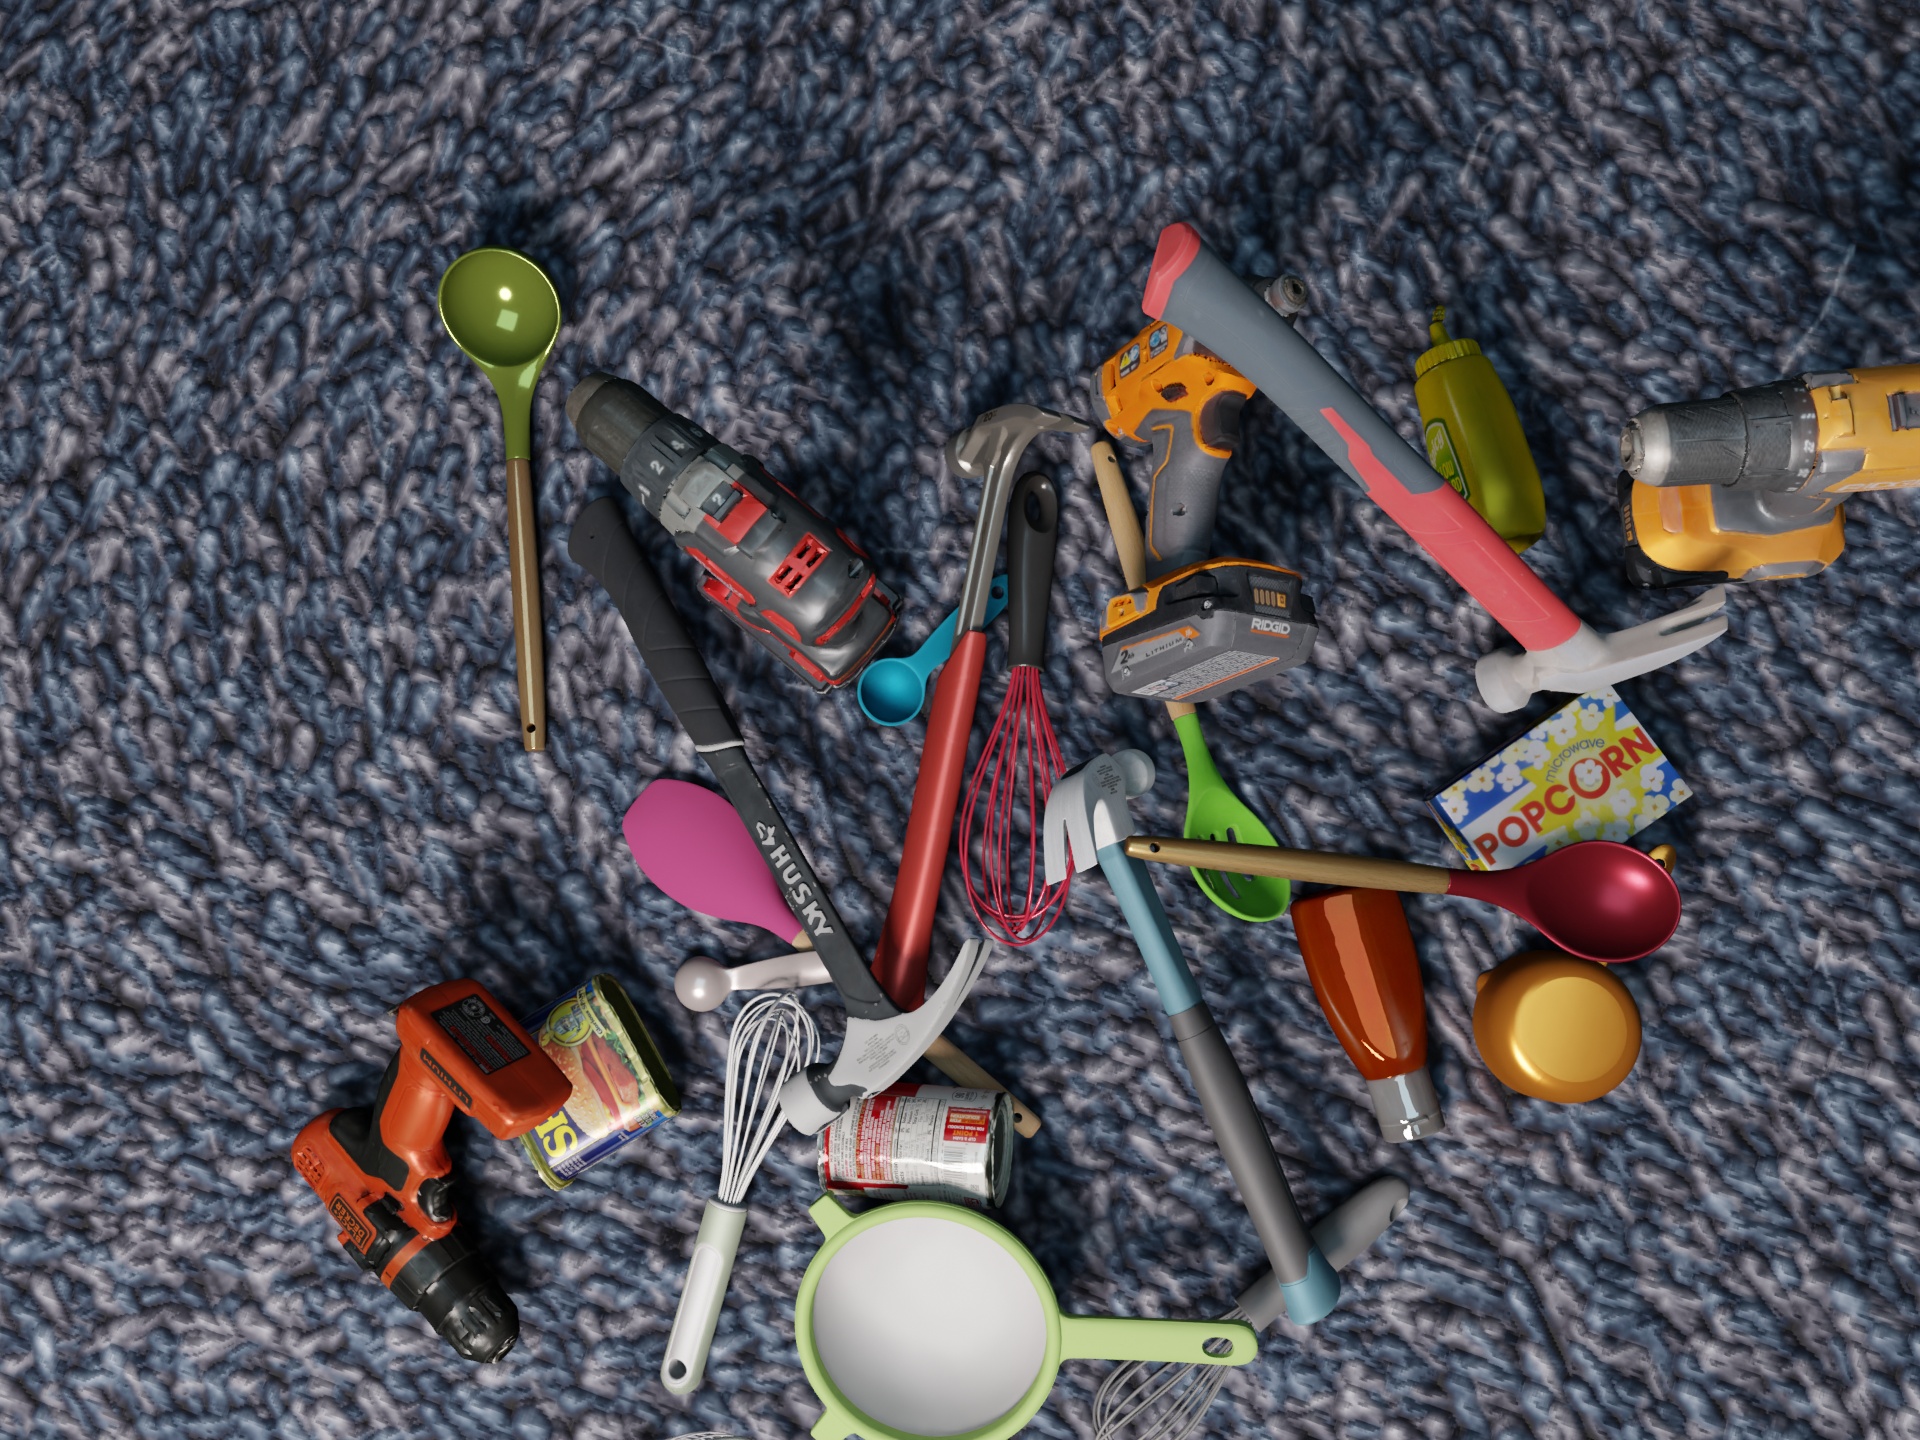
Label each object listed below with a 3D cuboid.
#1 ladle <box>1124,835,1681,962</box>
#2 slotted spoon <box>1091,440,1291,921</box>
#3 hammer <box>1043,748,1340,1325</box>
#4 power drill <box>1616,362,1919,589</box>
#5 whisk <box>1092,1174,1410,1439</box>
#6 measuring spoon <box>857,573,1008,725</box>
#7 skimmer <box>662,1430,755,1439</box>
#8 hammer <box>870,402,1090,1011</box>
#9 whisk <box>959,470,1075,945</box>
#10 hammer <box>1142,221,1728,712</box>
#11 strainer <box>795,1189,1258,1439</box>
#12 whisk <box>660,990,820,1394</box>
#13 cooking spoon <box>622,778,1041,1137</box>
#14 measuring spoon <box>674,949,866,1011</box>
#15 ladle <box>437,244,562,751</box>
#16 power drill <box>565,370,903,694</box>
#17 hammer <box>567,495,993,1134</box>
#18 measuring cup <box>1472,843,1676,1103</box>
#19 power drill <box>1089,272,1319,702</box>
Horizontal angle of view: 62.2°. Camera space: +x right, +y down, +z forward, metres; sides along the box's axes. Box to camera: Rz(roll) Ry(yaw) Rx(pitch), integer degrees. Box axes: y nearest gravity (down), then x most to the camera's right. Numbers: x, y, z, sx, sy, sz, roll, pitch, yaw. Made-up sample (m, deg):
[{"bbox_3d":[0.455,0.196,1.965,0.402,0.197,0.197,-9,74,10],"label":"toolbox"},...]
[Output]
[{"bbox_3d":[0.247,0.088,0.891,0.315,0.031,0.069,7,78,-5],"label":"ladle"},{"bbox_3d":[0.131,-0.027,0.972,0.070,0.031,0.314,-9,77,-32],"label":"slotted spoon"},{"bbox_3d":[0.134,0.175,0.900,0.033,0.128,0.331,-28,81,30],"label":"hammer"},{"bbox_3d":[0.429,-0.131,0.865,0.185,0.226,0.084,-4,82,3],"label":"power drill"},{"bbox_3d":[0.168,0.344,0.916,0.239,0.055,0.055,-38,82,-6],"label":"whisk"},{"bbox_3d":[-0.013,-0.046,0.994,0.128,0.021,0.042,-43,95,-11],"label":"measuring spoon"},{"bbox_3d":[-0.032,0.468,0.890,0.363,0.090,0.127,7,117,2],"label":"skimmer"},{"bbox_3d":[-0.001,-0.003,0.923,0.036,0.149,0.359,11,90,-21],"label":"hammer"},{"bbox_3d":[0.039,-0.012,0.965,0.073,0.073,0.296,2,77,4],"label":"whisk"},{"bbox_3d":[0.243,-0.129,0.826,0.386,0.143,0.038,35,51,-30],"label":"hammer"},{"bbox_3d":[0.037,0.336,0.906,0.256,0.069,0.151,1,97,6],"label":"strainer"},{"bbox_3d":[-0.136,0.279,0.944,0.058,0.059,0.246,15,89,18],"label":"whisk"},{"bbox_3d":[-0.078,0.147,0.970,0.319,0.017,0.069,38,90,8],"label":"cooking spoon"},{"bbox_3d":[-0.117,0.154,0.960,0.124,0.018,0.034,-10,93,13],"label":"measuring spoon"},{"bbox_3d":[-0.282,-0.141,1.004,0.078,0.062,0.320,-5,85,4],"label":"ladle"},{"bbox_3d":[-0.122,-0.103,0.899,0.188,0.226,0.080,40,87,7],"label":"power drill"},{"bbox_3d":[-0.130,0.028,0.937,0.149,0.036,0.409,-38,69,15],"label":"hammer"},{"bbox_3d":[0.371,0.143,0.921,0.095,0.052,0.173,35,88,7],"label":"measuring cup"},{"bbox_3d":[0.143,-0.138,0.907,0.084,0.164,0.227,7,73,-28],"label":"power drill"}]
